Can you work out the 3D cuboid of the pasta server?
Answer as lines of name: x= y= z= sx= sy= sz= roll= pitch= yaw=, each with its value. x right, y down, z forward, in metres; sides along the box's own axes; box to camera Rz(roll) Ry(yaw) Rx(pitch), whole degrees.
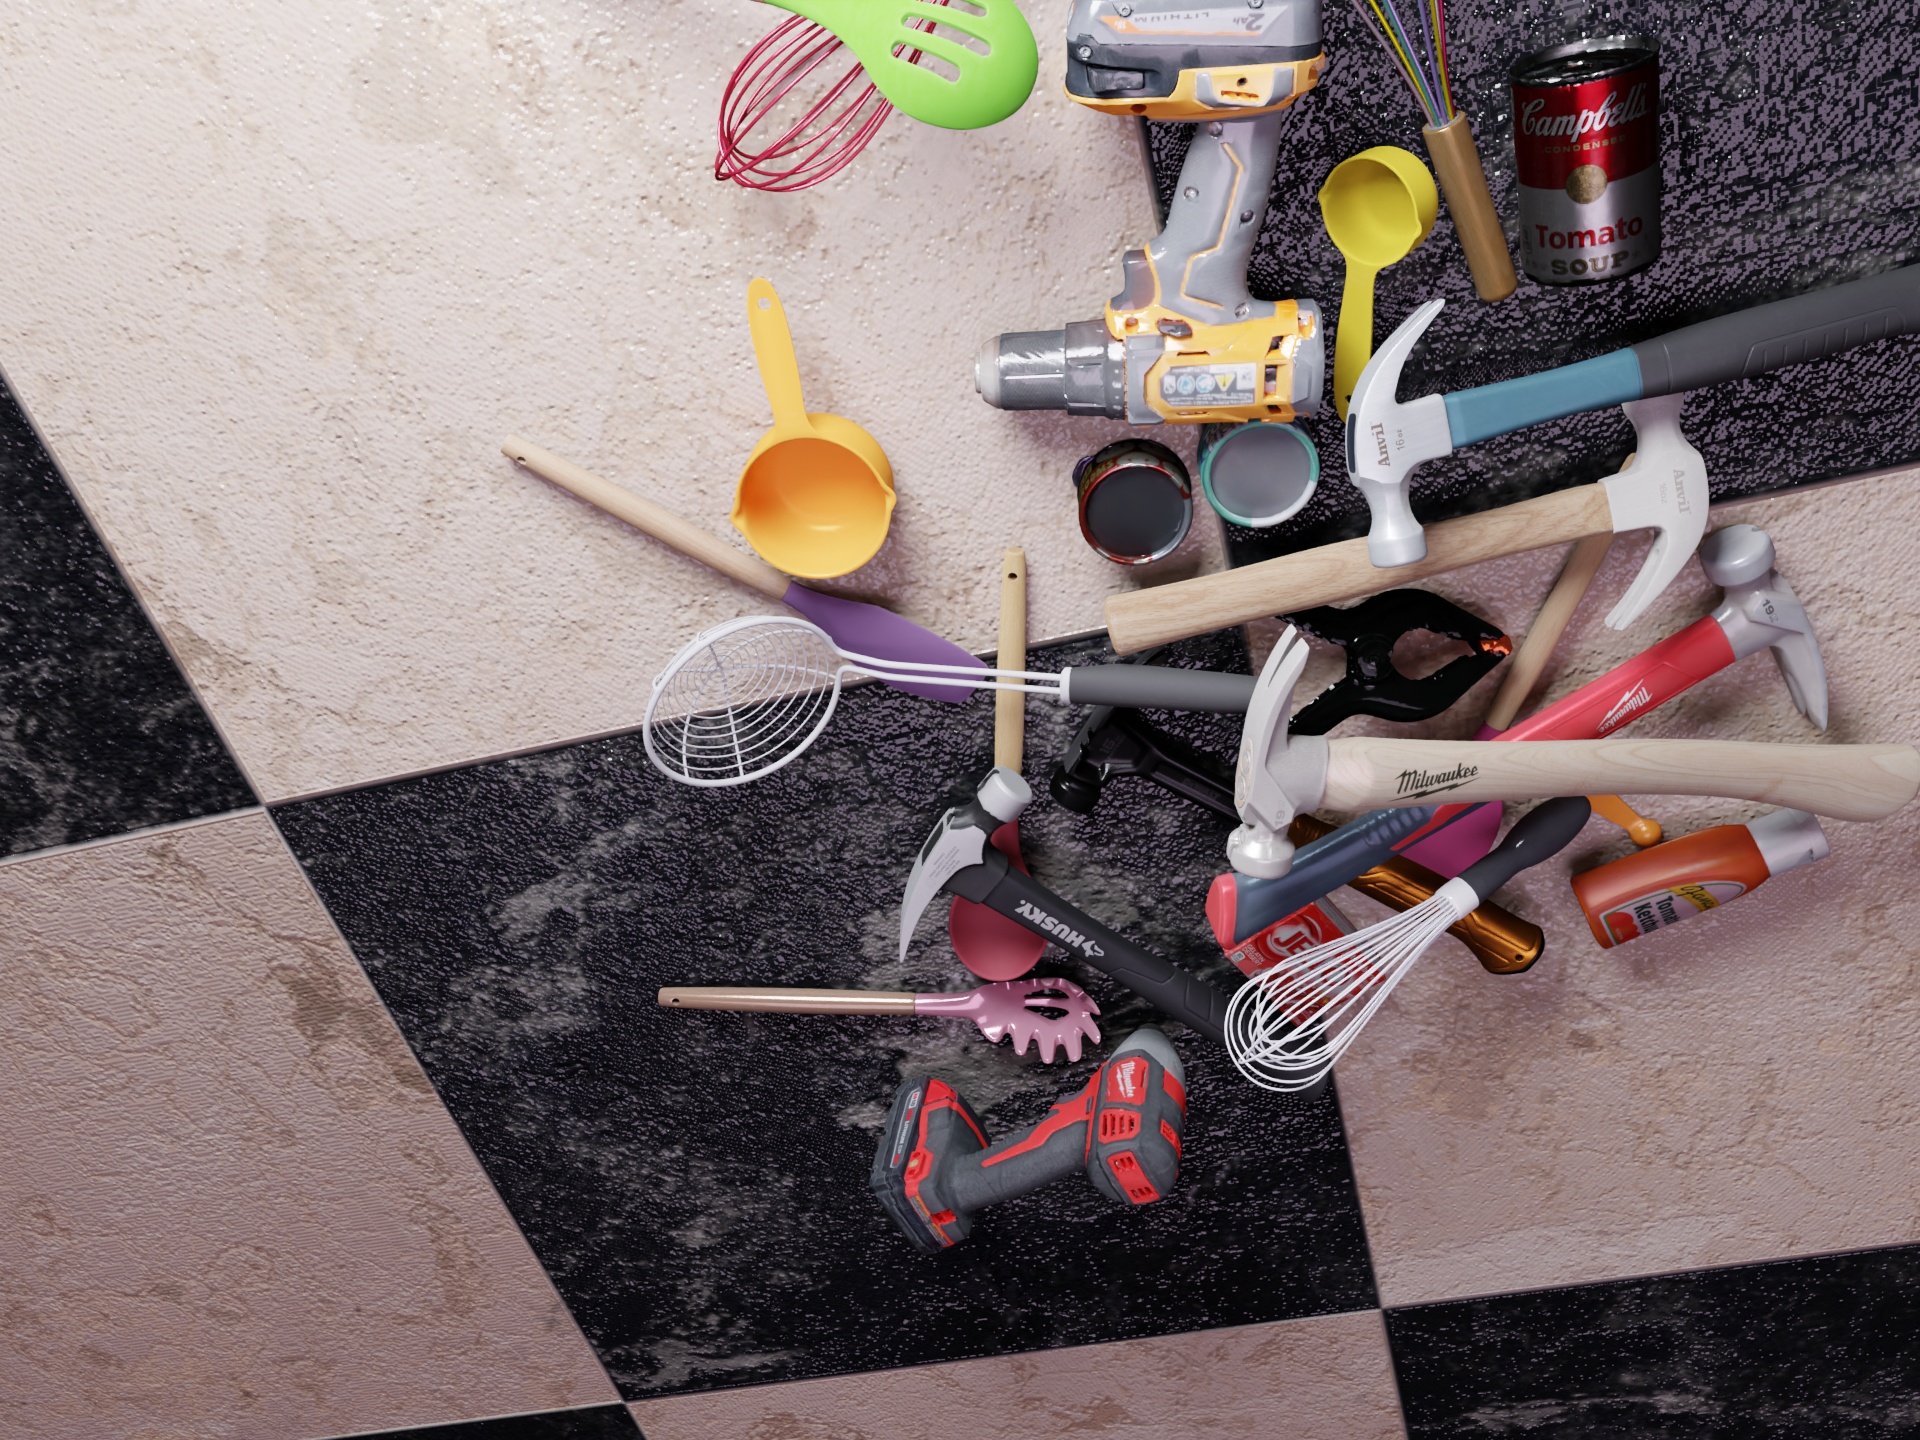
pasta server: x=-0.060 y=0.203 z=1.124 sx=0.316 sy=0.040 sz=0.060 roll=1 pitch=106 yaw=5

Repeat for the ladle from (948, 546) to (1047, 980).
ladle: x=0.029 y=0.035 z=1.019 sx=0.069 sy=0.031 sz=0.315 roll=5 pitch=121 yaw=6

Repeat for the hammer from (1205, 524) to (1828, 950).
hammer: x=0.326 y=0.041 z=0.959 sx=0.386 sy=0.038 sz=0.143 roll=-32 pitch=117 yaw=10

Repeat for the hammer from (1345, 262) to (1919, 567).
hammer: x=0.361 y=-0.182 z=0.823 sx=0.331 sy=0.033 sz=0.128 roll=-15 pitch=101 yaw=1

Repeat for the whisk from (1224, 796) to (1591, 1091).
whisk: x=0.281 y=0.129 z=0.974 sx=0.284 sy=0.070 sz=0.070 roll=-34 pitch=119 yaw=-12

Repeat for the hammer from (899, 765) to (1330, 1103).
hammer: x=0.112 y=0.168 z=1.056 sx=0.334 sy=0.035 sz=0.146 roll=33 pitch=114 yaw=-16

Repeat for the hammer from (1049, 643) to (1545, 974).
hammer: x=0.231 y=0.072 z=1.014 sx=0.336 sy=0.034 sz=0.127 roll=27 pitch=121 yaw=-9

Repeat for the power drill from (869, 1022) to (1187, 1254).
power drill: x=0.055 y=0.287 z=1.117 sx=0.219 sy=0.143 sz=0.078 roll=-21 pitch=115 yaw=23

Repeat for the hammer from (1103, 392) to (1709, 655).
hammer: x=0.245 y=-0.089 z=0.894 sx=0.331 sy=0.031 sz=0.130 roll=-14 pitch=98 yaw=11

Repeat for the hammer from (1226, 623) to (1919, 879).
hammer: x=0.361 y=0.020 z=0.909 sx=0.410 sy=0.038 sz=0.146 roll=0 pitch=118 yaw=-9

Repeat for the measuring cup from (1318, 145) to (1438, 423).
measuring cup: x=0.218 y=-0.227 z=0.840 sx=0.062 sy=0.029 sz=0.156 roll=33 pitch=147 yaw=33

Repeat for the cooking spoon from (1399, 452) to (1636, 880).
cooking spoon: x=0.338 y=-0.018 z=0.969 sx=0.069 sy=0.017 sz=0.318 roll=18 pitch=122 yaw=-1

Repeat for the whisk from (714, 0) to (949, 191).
whisk: x=-0.010 y=-0.357 z=0.758 sx=0.296 sy=0.073 sz=0.073 roll=-38 pitch=113 yaw=18

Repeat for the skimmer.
skimmer: x=-0.001 y=-0.003 z=0.932 sx=0.363 sy=0.090 sz=0.127 roll=4 pitch=138 yaw=11

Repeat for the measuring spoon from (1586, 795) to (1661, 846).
measuring spoon: x=0.403 y=0.049 z=1.011 sx=0.116 sy=0.011 sz=0.021 roll=33 pitch=119 yaw=-16

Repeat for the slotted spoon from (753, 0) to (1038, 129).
slotted spoon: x=-0.112 y=-0.346 z=0.739 sx=0.314 sy=0.031 sz=0.070 roll=22 pitch=90 yaw=11

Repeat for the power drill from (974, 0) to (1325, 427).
power drill: x=0.093 y=-0.254 z=0.805 sx=0.185 sy=0.084 sz=0.226 roll=-1 pitch=126 yaw=7

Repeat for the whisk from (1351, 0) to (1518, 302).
whisk: x=0.229 y=-0.315 z=0.782 sx=0.047 sy=0.051 sz=0.244 roll=-9 pitch=128 yaw=34

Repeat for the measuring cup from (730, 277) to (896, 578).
measuring cup: x=-0.088 y=-0.167 z=0.886 sx=0.095 sy=0.052 sz=0.173 roll=-7 pitch=120 yaw=8

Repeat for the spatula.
spatula: x=-0.128 y=-0.089 z=0.956 sx=0.315 sy=0.018 sz=0.059 roll=28 pitch=137 yaw=-13
